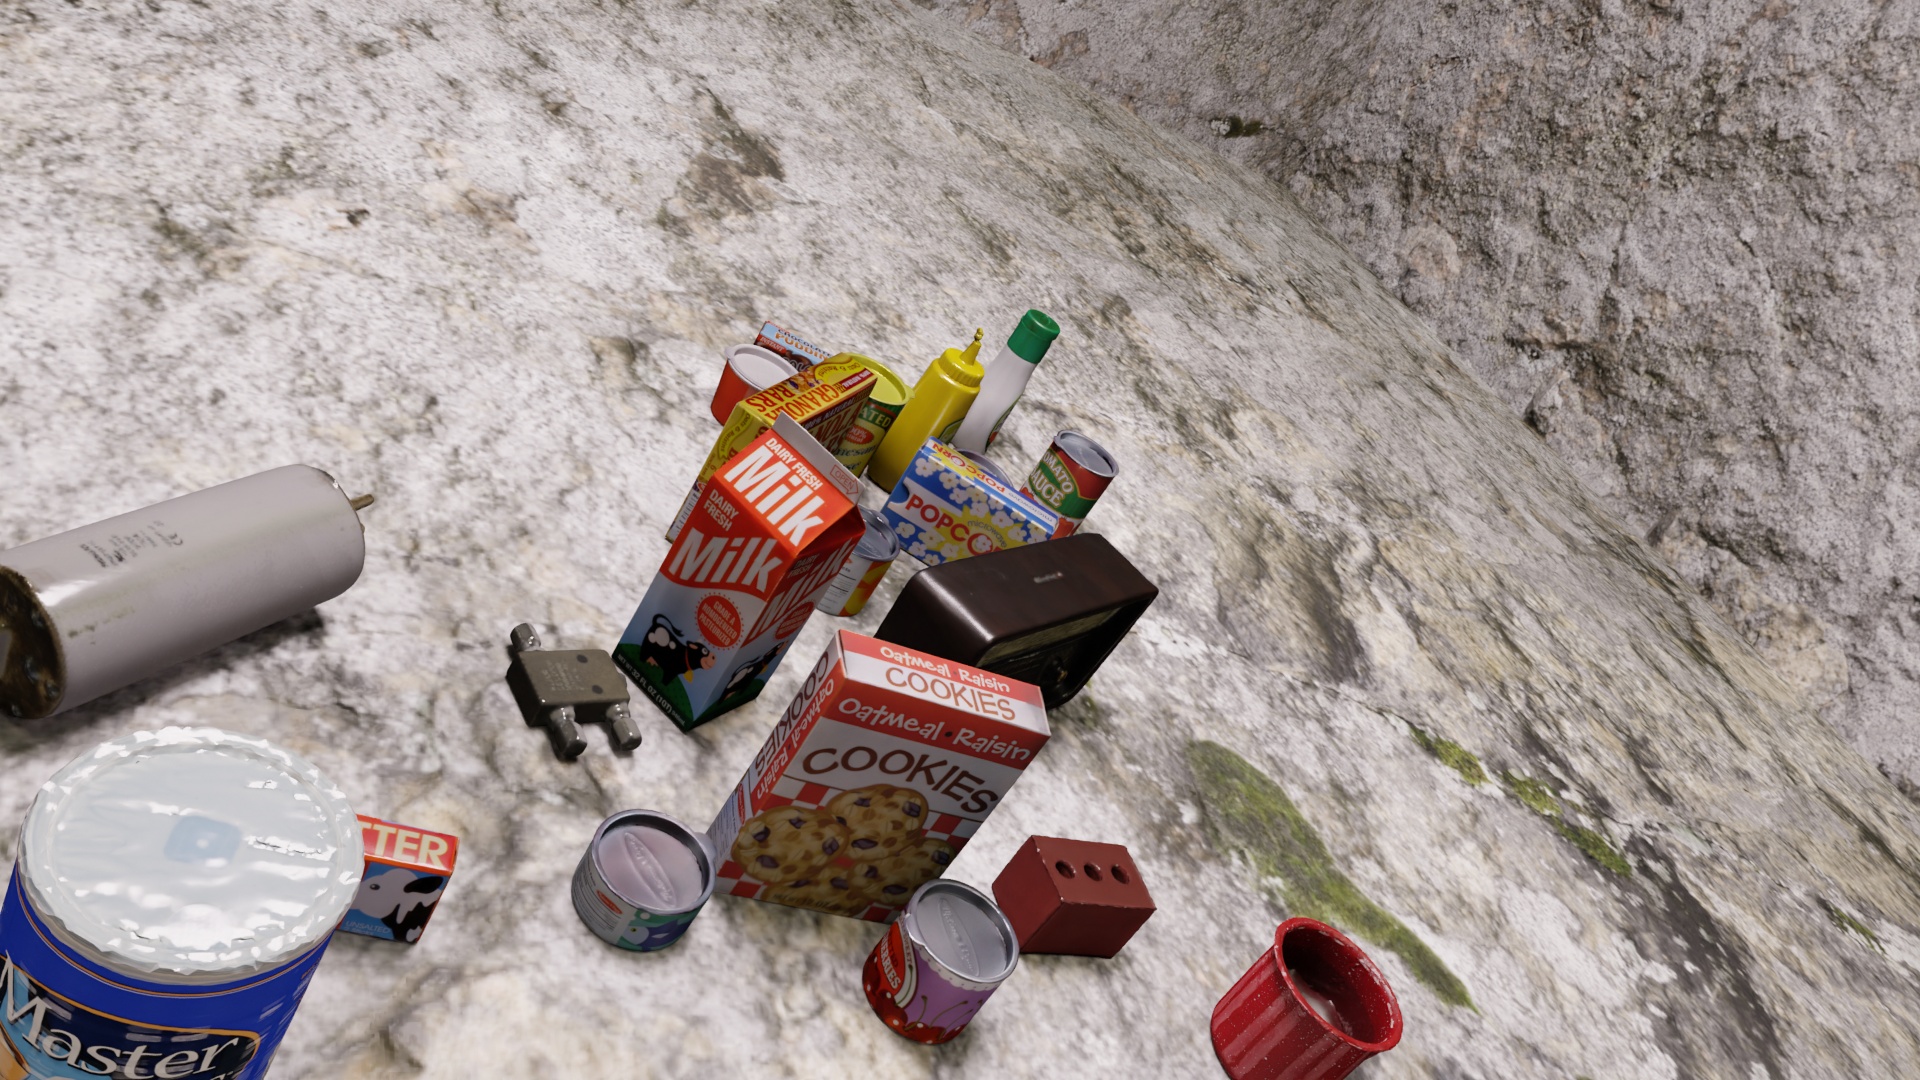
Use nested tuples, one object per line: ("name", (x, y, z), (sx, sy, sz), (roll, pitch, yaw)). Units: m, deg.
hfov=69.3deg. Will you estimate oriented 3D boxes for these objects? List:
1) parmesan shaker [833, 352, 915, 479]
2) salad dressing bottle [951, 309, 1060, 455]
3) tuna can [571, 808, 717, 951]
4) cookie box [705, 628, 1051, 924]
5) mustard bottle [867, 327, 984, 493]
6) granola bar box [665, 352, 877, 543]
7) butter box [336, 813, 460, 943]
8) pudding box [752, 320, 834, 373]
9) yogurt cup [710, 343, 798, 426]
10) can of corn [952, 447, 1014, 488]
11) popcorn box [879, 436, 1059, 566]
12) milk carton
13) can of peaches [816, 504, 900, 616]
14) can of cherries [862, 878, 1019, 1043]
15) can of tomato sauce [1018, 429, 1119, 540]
("parmesan shaker", (-0.091, -0.090, 1.121), (0.071, 0.102, 0.071), (26, 28, -15))
("salad dressing bottle", (0.041, -0.148, 1.306), (0.044, 0.147, 0.064), (33, 27, -2))
("tuna can", (-0.159, 0.172, 0.707), (0.071, 0.032, 0.071), (26, 29, -15))
("cookie box", (-0.047, 0.131, 0.745), (0.123, 0.166, 0.040), (19, 31, -26))
("mustard bottle", (-0.021, -0.111, 1.169), (0.049, 0.159, 0.065), (39, 28, 9))
("granola bar box", (-0.133, -0.062, 1.010), (0.039, 0.123, 0.166), (37, 28, 5))
("butter box", (-0.279, 0.142, 0.605), (0.103, 0.053, 0.024), (20, 30, -24))
("pudding box", (-0.145, -0.151, 1.218), (0.084, 0.049, 0.030), (28, 28, -12))
("yogurt cup", (-0.169, -0.120, 1.139), (0.072, 0.053, 0.073), (26, 28, -15))
("can of corn", (0.003, -0.035, 1.182), (0.071, 0.058, 0.071), (26, 28, -15))
("popcorn box", (0.004, -0.014, 1.121), (0.127, 0.085, 0.038), (32, 27, -3))
("milk carton", (-0.124, 0.017, 0.821), (0.072, 0.189, 0.074), (42, 28, 15))
("can of peaches", (-0.085, 0.012, 1.013), (0.071, 0.057, 0.071), (26, 28, -15))
("can of cherries", (-0.013, 0.226, 0.748), (0.071, 0.058, 0.072), (26, 28, -15))
("can of tomato sauce", (0.094, -0.050, 1.276), (0.071, 0.082, 0.071), (26, 28, -15))
